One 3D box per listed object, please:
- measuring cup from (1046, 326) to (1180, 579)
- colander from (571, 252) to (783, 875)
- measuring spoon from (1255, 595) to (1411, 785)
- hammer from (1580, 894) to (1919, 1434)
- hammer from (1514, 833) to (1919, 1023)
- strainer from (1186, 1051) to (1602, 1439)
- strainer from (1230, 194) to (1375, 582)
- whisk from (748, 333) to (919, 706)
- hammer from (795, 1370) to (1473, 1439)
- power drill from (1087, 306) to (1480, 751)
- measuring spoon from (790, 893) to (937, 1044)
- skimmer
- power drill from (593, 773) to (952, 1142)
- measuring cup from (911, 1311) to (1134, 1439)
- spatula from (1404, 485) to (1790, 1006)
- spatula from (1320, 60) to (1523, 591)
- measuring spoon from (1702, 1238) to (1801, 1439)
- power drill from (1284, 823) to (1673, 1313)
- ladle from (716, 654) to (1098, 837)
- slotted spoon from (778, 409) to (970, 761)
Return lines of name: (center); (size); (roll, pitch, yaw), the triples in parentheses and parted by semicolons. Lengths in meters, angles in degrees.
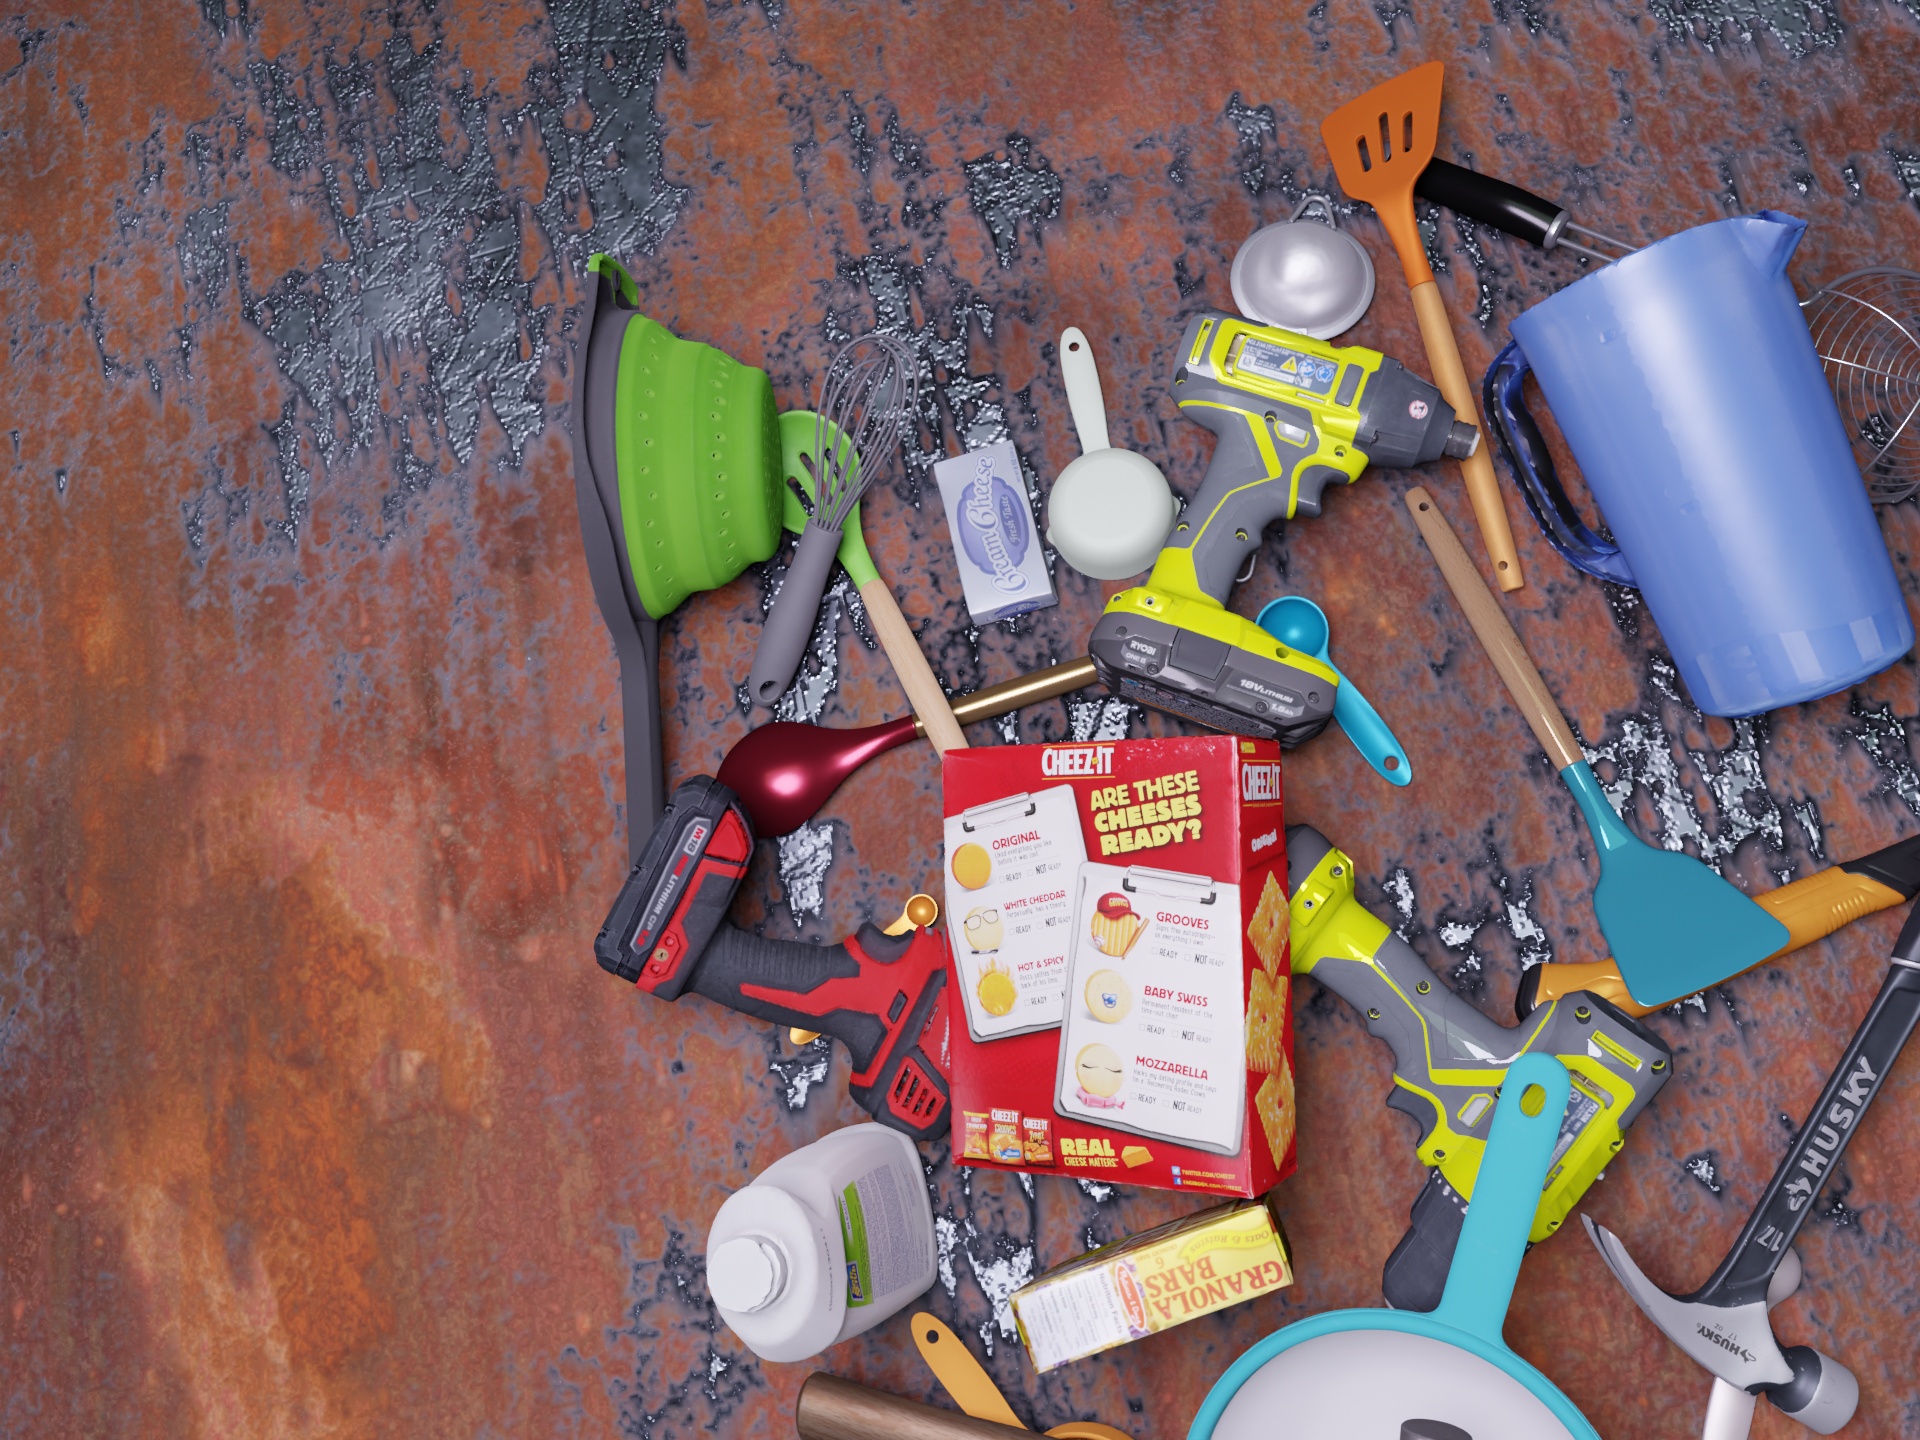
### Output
measuring cup: (0.081, -0.168, 0.959); (0.083, 0.038, 0.168); (-13, 76, 8)
colander: (-0.151, -0.065, 0.925); (0.094, 0.204, 0.397); (-2, 94, 1)
measuring spoon: (0.215, -0.015, 0.911); (0.042, 0.021, 0.129); (-36, 82, 3)
hammer: (0.453, 0.131, 0.772); (0.149, 0.036, 0.409); (30, 88, -3)
hammer: (0.454, 0.101, 0.824); (0.337, 0.034, 0.127); (-23, 72, 5)
strainer: (0.235, 0.320, 0.761); (0.211, 0.095, 0.340); (16, 90, 25)
strainer: (0.192, -0.206, 0.949); (0.087, 0.050, 0.258); (11, 82, 9)
whisk: (-0.082, -0.113, 0.930); (0.055, 0.055, 0.239); (28, 112, 16)
hammer: (0.069, 0.369, 0.760); (0.331, 0.031, 0.130); (3, 85, 25)
power drill: (0.176, -0.105, 0.880); (0.171, 0.080, 0.223); (20, 81, 10)
measuring spoon: (-0.056, 0.146, 0.925); (0.117, 0.011, 0.021); (-46, 74, 1)
skimmer: (0.403, -0.248, 0.924); (0.363, 0.090, 0.127); (34, 92, 27)
power drill: (-0.075, 0.122, 0.872); (0.219, 0.078, 0.143); (28, 87, -5)
measuring cup: (0.037, 0.377, 0.826); (0.095, 0.052, 0.174); (-43, 71, -2)
spatula: (0.322, -0.001, 0.864); (0.082, 0.044, 0.318); (-27, 69, 7)
spatula: (0.281, -0.230, 0.931); (0.081, 0.041, 0.323); (-19, 81, 35)
measuring spoon: (0.391, 0.317, 0.790); (0.034, 0.018, 0.124); (16, 80, 14)
power drill: (0.215, 0.180, 0.820); (0.229, 0.080, 0.190); (36, 103, 16)
ladle: (-0.001, -0.003, 0.942); (0.315, 0.031, 0.069); (-18, 72, 4)
slotted spoon: (-0.044, -0.058, 0.945); (0.070, 0.031, 0.314); (-34, 66, 15)
